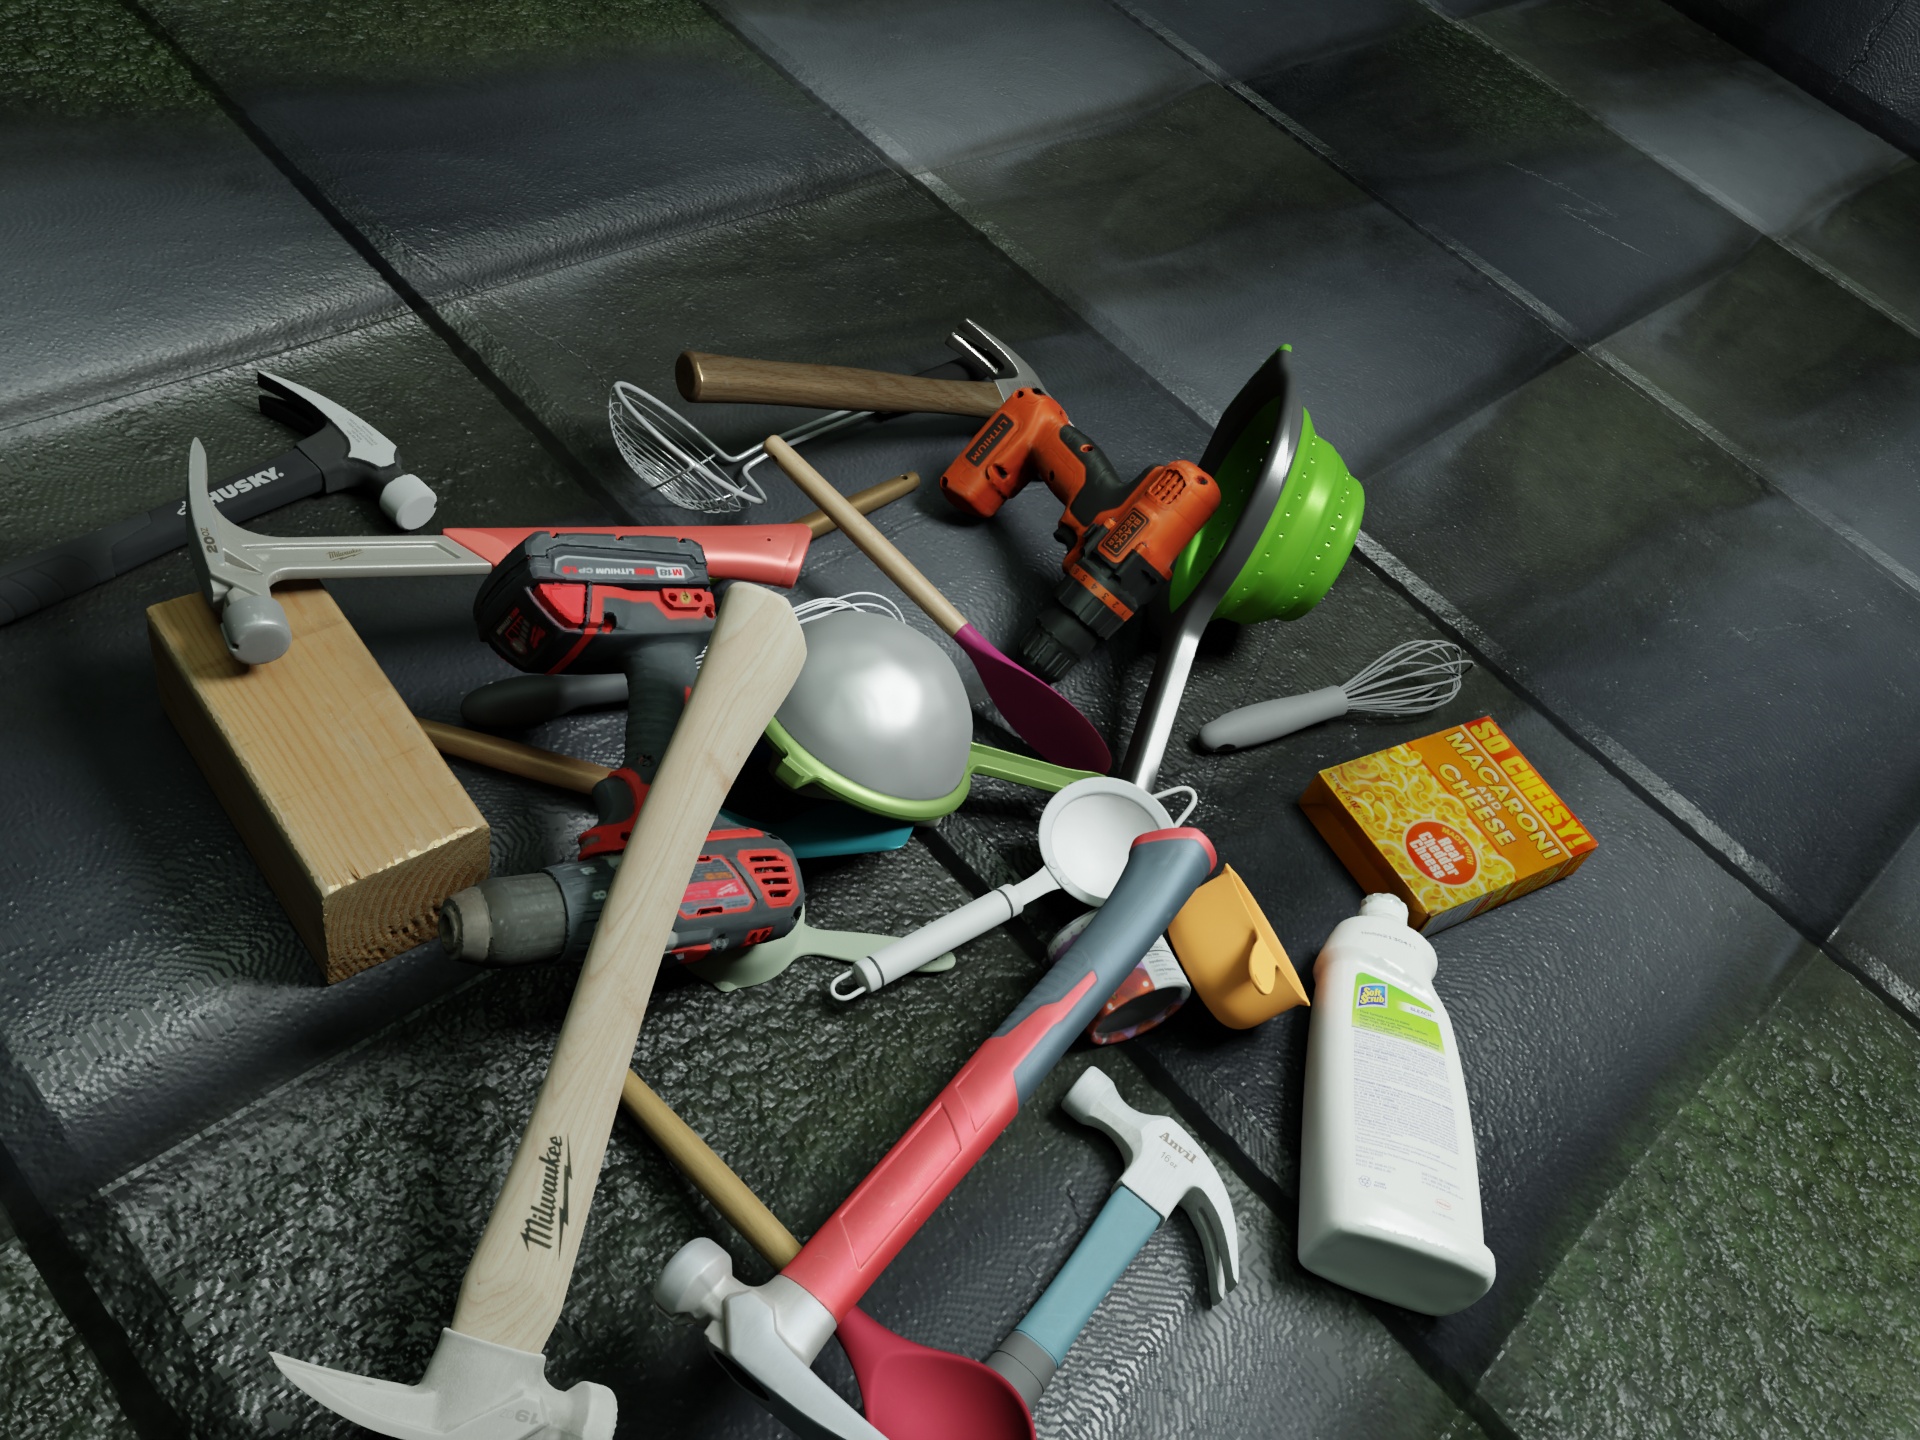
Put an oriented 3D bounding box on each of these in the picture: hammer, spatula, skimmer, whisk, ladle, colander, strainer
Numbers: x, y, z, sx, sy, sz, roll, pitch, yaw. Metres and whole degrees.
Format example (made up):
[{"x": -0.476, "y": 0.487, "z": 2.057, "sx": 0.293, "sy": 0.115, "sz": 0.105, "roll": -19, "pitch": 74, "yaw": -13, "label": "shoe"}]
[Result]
[{"x": -0.496, "y": -0.110, "z": 0.950, "sx": 0.146, "sy": 0.035, "sz": 0.335, "roll": 41, "pitch": 50, "yaw": 16, "label": "hammer"}, {"x": -0.167, "y": 0.118, "z": 0.735, "sx": 0.146, "sy": 0.038, "sz": 0.411, "roll": 26, "pitch": 68, "yaw": -24, "label": "hammer"}, {"x": -0.183, "y": 0.032, "z": 0.922, "sx": 0.317, "sy": 0.044, "sz": 0.082, "roll": 15, "pitch": 25, "yaw": 0, "label": "spatula"}, {"x": -0.059, "y": -0.240, "z": 1.149, "sx": 0.331, "sy": 0.031, "sz": 0.130, "roll": -5, "pitch": 66, "yaw": -42, "label": "hammer"}, {"x": 0.033, "y": 0.186, "z": 0.795, "sx": 0.143, "sy": 0.038, "sz": 0.386, "roll": 31, "pitch": 51, "yaw": 22, "label": "hammer"}, {"x": 0.027, "y": 0.316, "z": 0.771, "sx": 0.128, "sy": 0.033, "sz": 0.331, "roll": 36, "pitch": 49, "yaw": 14, "label": "hammer"}, {"x": -0.095, "y": -0.239, "z": 1.166, "sx": 0.363, "sy": 0.090, "sz": 0.127, "roll": -30, "pitch": 64, "yaw": -37, "label": "skimmer"}, {"x": -0.165, "y": -0.029, "z": 0.990, "sx": 0.284, "sy": 0.070, "sz": 0.070, "roll": -11, "pitch": 55, "yaw": -21, "label": "whisk"}, {"x": -0.254, "y": -0.104, "z": 0.933, "sx": 0.359, "sy": 0.036, "sz": 0.149, "roll": -6, "pitch": 50, "yaw": -34, "label": "hammer"}, {"x": -0.136, "y": -0.125, "z": 1.079, "sx": 0.078, "sy": 0.062, "sz": 0.320, "roll": 37, "pitch": 46, "yaw": 23, "label": "ladle"}, {"x": 0.191, "y": -0.066, "z": 1.083, "sx": 0.094, "sy": 0.204, "sz": 0.397, "roll": 24, "pitch": 65, "yaw": -8, "label": "colander"}, {"x": -0.001, "y": -0.003, "z": 0.944, "sx": 0.256, "sy": 0.069, "sz": 0.152, "roll": 16, "pitch": 32, "yaw": -28, "label": "strainer"}, {"x": -0.088, "y": 0.254, "z": 0.762, "sx": 0.316, "sy": 0.031, "sz": 0.069, "roll": 38, "pitch": 51, "yaw": 26, "label": "ladle"}, {"x": 0.269, "y": -0.014, "z": 1.133, "sx": 0.239, "sy": 0.055, "sz": 0.055, "roll": -15, "pitch": 57, "yaw": -24, "label": "whisk"}, {"x": 0.033, "y": 0.102, "z": 0.929, "sx": 0.258, "sy": 0.050, "sz": 0.087, "roll": -24, "pitch": 68, "yaw": -28, "label": "strainer"}]

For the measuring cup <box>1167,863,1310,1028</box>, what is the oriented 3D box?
[{"x": 0.151, "y": 0.140, "z": 0.895, "sx": 0.095, "sy": 0.052, "sz": 0.173, "roll": 60, "pitch": 12, "yaw": 3, "label": "measuring cup"}]

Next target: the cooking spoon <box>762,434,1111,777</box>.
[{"x": -0.018, "y": -0.077, "z": 1.045, "sx": 0.319, "sy": 0.068, "sz": 0.017, "roll": 45, "pitch": 60, "yaw": 9, "label": "cooking spoon"}]

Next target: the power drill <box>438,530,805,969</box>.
[{"x": -0.189, "y": 0.020, "z": 0.820, "sx": 0.187, "sy": 0.080, "sz": 0.227, "roll": -3, "pitch": 69, "yaw": -39, "label": "power drill"}]

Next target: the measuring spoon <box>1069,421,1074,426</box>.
[{"x": 0.092, "y": -0.208, "z": 1.262, "sx": 0.034, "sy": 0.018, "sz": 0.124, "roll": 7, "pitch": 41, "yaw": -32, "label": "measuring spoon"}]

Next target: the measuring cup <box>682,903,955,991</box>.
[{"x": -0.081, "y": 0.116, "z": 0.899, "sx": 0.167, "sy": 0.038, "sz": 0.083, "roll": 10, "pitch": 48, "yaw": -9, "label": "measuring cup"}]
